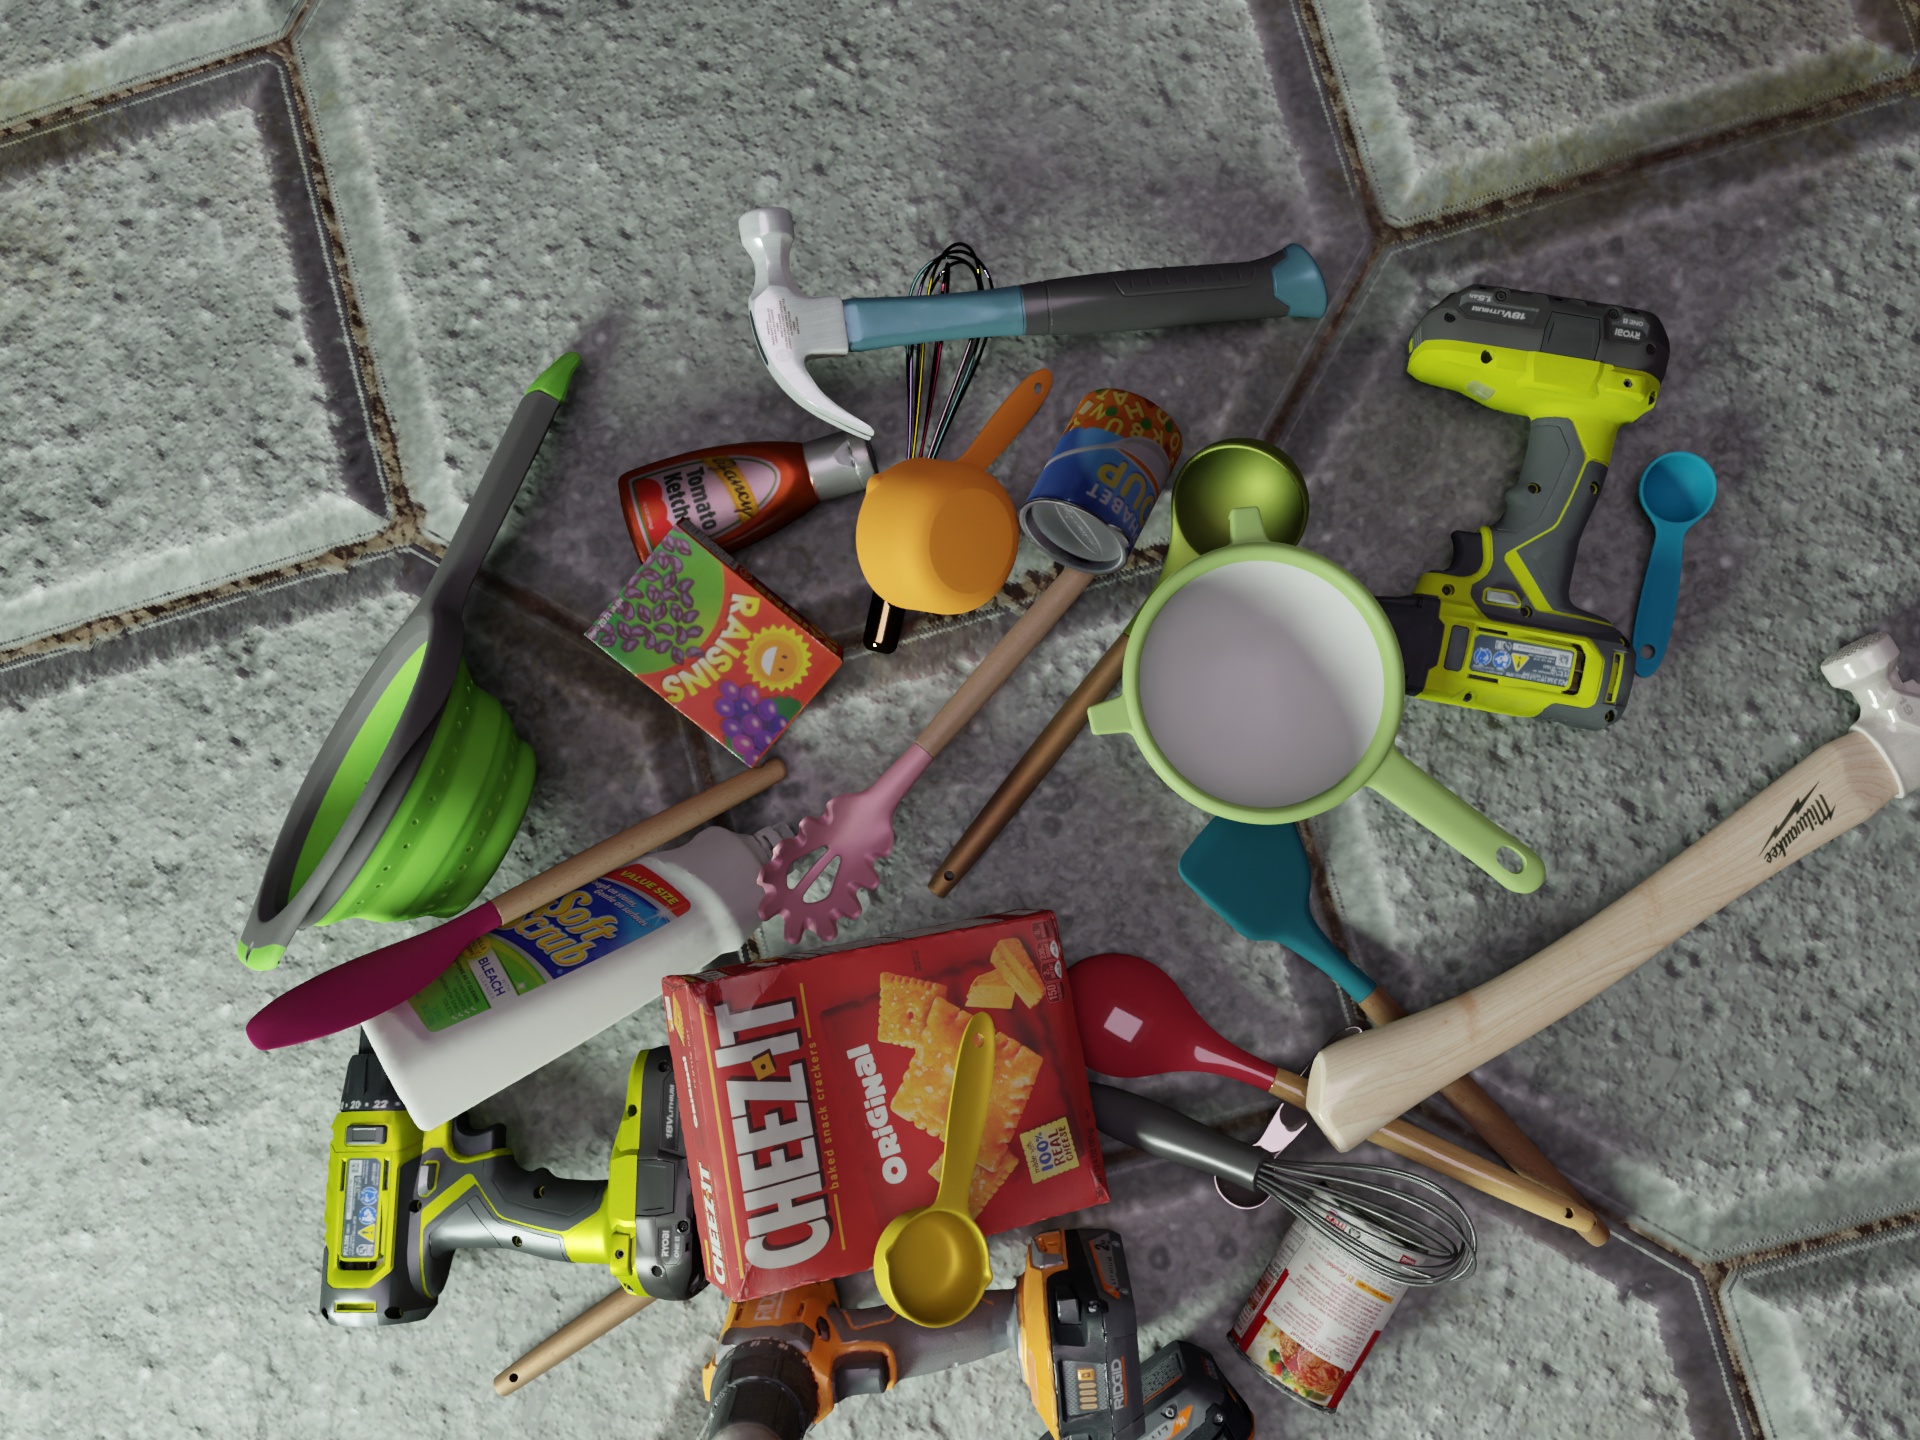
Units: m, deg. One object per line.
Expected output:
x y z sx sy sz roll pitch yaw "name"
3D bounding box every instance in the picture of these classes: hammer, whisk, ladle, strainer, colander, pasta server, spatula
0.372 0.118 0.860 0.410 0.038 0.146 -32 85 -4 "hammer"
0.047 -0.235 0.900 0.331 0.033 0.128 -7 94 -9 "hammer"
0.158 0.238 0.846 0.239 0.055 0.055 14 87 33 "whisk"
0.197 0.211 0.882 0.315 0.031 0.069 23 79 9 "ladle"
0.202 0.013 0.867 0.256 0.069 0.151 36 83 0 "strainer"
-0.277 -0.028 0.919 0.094 0.204 0.397 30 70 -27 "colander"
-0.026 -0.160 0.933 0.051 0.047 0.245 12 90 5 "whisk"
-0.001 -0.003 0.905 0.060 0.040 0.316 43 82 -8 "pasta server"
0.083 -0.025 0.908 0.078 0.062 0.320 38 92 1 "ladle"
-0.136 0.301 0.920 0.316 0.018 0.060 -34 80 1 "spatula"
0.248 0.171 0.883 0.082 0.044 0.317 -42 85 -20 "spatula"

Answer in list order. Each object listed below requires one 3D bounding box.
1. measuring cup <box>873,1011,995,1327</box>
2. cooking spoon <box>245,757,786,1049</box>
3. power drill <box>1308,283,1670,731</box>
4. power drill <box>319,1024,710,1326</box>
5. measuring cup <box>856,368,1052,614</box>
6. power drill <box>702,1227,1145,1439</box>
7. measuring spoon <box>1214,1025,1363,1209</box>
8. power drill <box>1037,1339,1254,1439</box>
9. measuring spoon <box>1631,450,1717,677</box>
-0.007 0.227 0.814 0.062 0.029 0.157 20 68 -23 "measuring cup"
-0.230 0.092 0.866 0.319 0.069 0.017 -27 117 -29 "cooking spoon"
0.296 -0.118 0.886 0.171 0.080 0.223 11 90 6 "power drill"
-0.249 0.241 0.903 0.228 0.080 0.191 -3 75 9 "power drill"
0.015 -0.136 0.908 0.174 0.052 0.095 -53 126 -14 "measuring cup"
-0.021 0.336 0.826 0.226 0.185 0.084 -5 95 2 "power drill"
0.189 0.223 0.902 0.034 0.018 0.124 39 83 13 "measuring spoon"
0.160 0.456 0.854 0.164 0.084 0.226 -36 88 1 "power drill"
0.398 -0.088 0.907 0.042 0.021 0.128 9 96 4 "measuring spoon"
